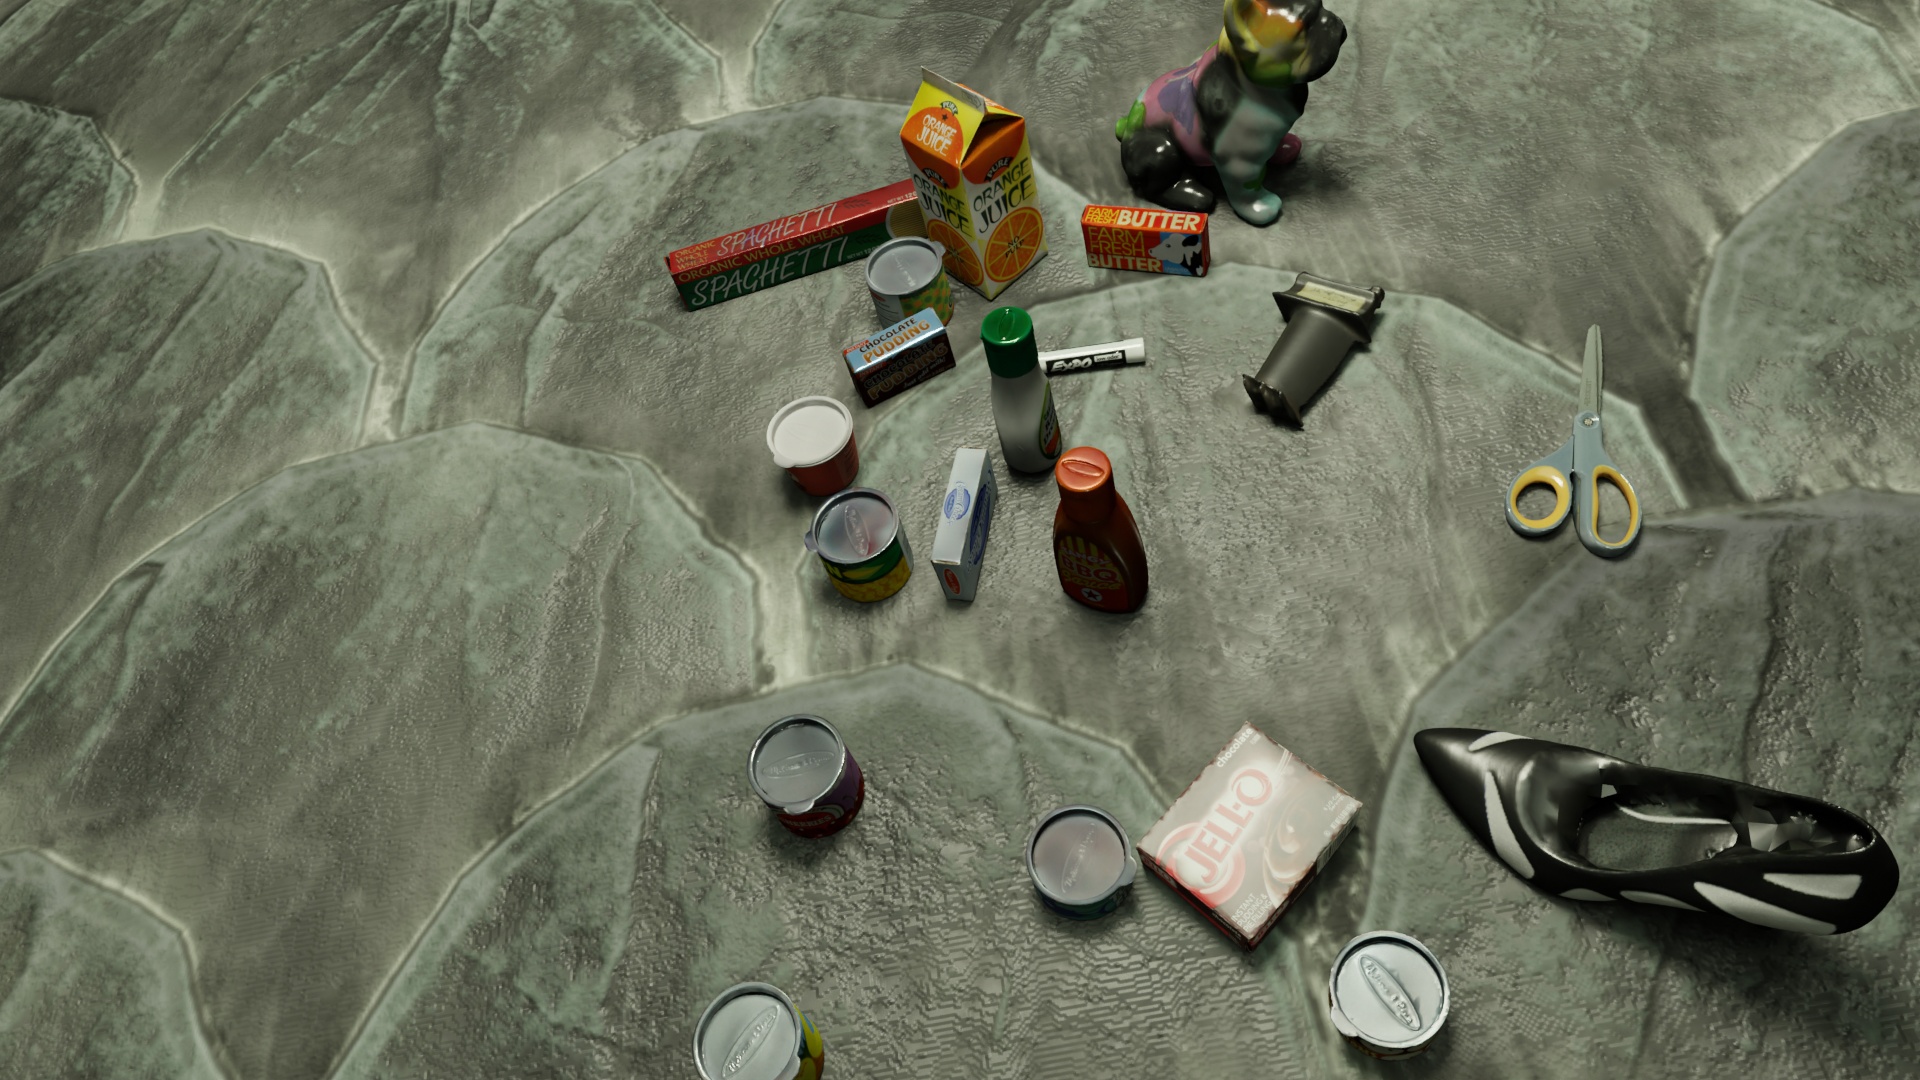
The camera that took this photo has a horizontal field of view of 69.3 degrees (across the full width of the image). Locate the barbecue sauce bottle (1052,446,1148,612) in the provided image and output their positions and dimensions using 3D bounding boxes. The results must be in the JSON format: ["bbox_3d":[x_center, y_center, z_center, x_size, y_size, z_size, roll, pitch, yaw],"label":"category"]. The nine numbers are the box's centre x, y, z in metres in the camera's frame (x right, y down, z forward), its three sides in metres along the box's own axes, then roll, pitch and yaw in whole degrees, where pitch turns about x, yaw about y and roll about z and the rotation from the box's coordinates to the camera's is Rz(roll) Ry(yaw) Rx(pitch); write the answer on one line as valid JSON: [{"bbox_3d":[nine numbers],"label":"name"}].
[{"bbox_3d":[0.091,-0.007,0.943,0.065,0.148,0.044,17,62,22],"label":"barbecue sauce bottle"}]

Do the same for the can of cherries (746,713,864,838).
[{"bbox_3d":[-0.102,0.160,0.927,0.071,0.058,0.072,-6,56,9],"label":"can of cherries"}]

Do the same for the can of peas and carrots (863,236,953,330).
[{"bbox_3d":[-0.040,-0.212,1.163,0.071,0.058,0.071,-6,56,9],"label":"can of peas and carrots"}]

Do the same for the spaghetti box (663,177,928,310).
[{"bbox_3d":[-0.133,-0.263,1.223,0.250,0.050,0.029,-17,55,0],"label":"spaghetti box"}]

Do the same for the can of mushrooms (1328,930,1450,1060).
[{"bbox_3d":[0.243,0.263,0.798,0.071,0.033,0.071,-6,56,8],"label":"can of mushrooms"}]

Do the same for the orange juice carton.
[{"bbox_3d":[0.010,-0.295,1.127,0.073,0.191,0.072,-42,58,-16],"label":"orange juice carton"}]

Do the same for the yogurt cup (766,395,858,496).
[{"bbox_3d":[-0.112,-0.072,1.087,0.072,0.053,0.073,-6,56,9],"label":"yogurt cup"}]

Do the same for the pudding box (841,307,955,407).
[{"bbox_3d":[-0.049,-0.149,1.128,0.084,0.049,0.030,-27,55,-6],"label":"pudding box"}]

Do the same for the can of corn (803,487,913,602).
[{"bbox_3d":[-0.074,0.005,1.025,0.071,0.058,0.071,-6,56,9],"label":"can of corn"}]

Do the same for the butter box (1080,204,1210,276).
[{"bbox_3d":[0.153,-0.248,1.150,0.103,0.053,0.024,9,59,18],"label":"butter box"}]

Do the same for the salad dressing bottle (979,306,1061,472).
[{"bbox_3d":[0.044,-0.110,1.022,0.044,0.147,0.064,4,58,15],"label":"salad dressing bottle"}]

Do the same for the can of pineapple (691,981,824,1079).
[{"bbox_3d":[-0.119,0.307,0.832,0.071,0.057,0.071,-6,56,9],"label":"can of pineapple"}]

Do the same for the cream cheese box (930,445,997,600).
[{"bbox_3d":[0.004,-0.013,1.023,0.024,0.053,0.104,4,58,15],"label":"cream cheese box"}]

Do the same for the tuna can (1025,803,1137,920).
[{"bbox_3d":[0.078,0.204,0.874,0.071,0.032,0.071,-6,56,8],"label":"tuna can"}]
